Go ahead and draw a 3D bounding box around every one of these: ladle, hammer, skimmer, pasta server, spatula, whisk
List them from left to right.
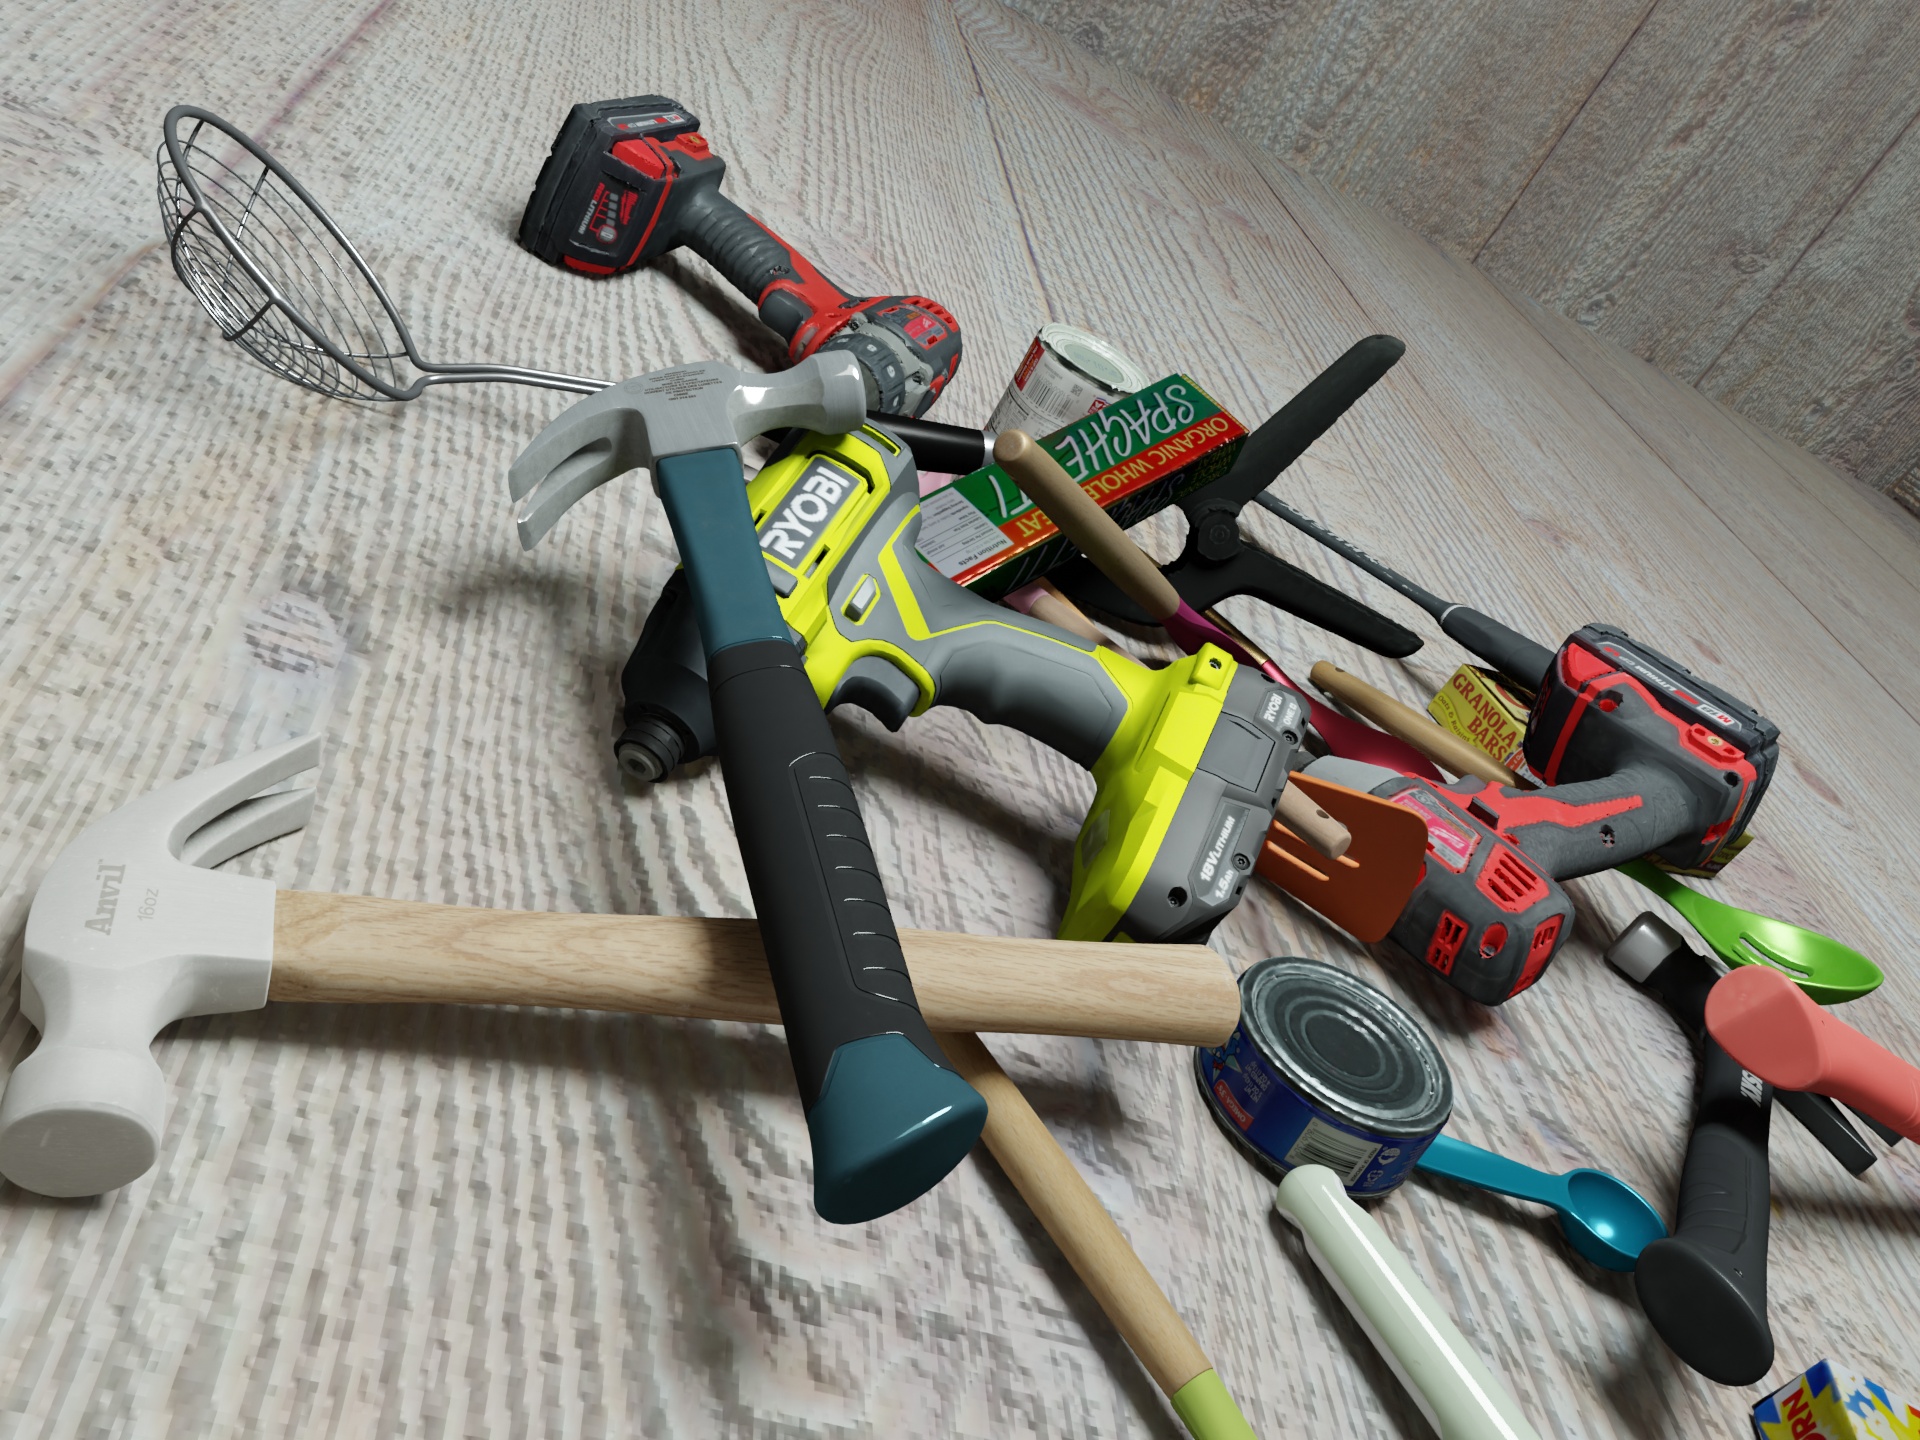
[{"bbox_3d":[-0.135,-0.164,0.664,0.363,0.090,0.127,5,36,-27],"label":"skimmer"},{"bbox_3d":[-0.067,0.067,0.438,0.331,0.031,0.130,7,34,-26],"label":"hammer"},{"bbox_3d":[-0.057,-0.008,0.467,0.128,0.033,0.331,-11,46,-12],"label":"hammer"},{"bbox_3d":[0.055,-0.043,0.705,0.060,0.040,0.316,-12,41,-39],"label":"pasta server"},{"bbox_3d":[0.080,-0.023,0.733,0.041,0.081,0.323,-21,50,-26],"label":"spatula"},{"bbox_3d":[0.053,0.152,0.434,0.078,0.062,0.320,-4,43,-41],"label":"ladle"},{"bbox_3d":[0.141,-0.043,0.845,0.316,0.031,0.069,43,35,22],"label":"ladle"},{"bbox_3d":[0.279,-0.070,0.941,0.409,0.036,0.149,38,25,28],"label":"hammer"},{"bbox_3d":[0.164,0.226,0.443,0.247,0.059,0.057,54,-1,40],"label":"whisk"},{"bbox_3d":[0.315,0.172,0.640,0.146,0.035,0.334,42,24,16],"label":"hammer"},{"bbox_3d":[0.434,0.171,0.706,0.358,0.036,0.149,28,35,-31],"label":"hammer"}]

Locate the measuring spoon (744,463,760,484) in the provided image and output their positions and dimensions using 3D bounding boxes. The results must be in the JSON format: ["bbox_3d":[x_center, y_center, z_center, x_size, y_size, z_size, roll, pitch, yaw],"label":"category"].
[{"bbox_3d":[-0.118,-0.113,0.720,0.124,0.018,0.034,22,30,-4],"label":"measuring spoon"}]

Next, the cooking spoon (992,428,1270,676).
[{"bbox_3d":[0.078,-0.057,0.674,0.069,0.017,0.318,36,3,27],"label":"cooking spoon"}]

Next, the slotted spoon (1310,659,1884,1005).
[{"bbox_3d":[0.306,0.051,0.808,0.314,0.031,0.070,37,33,32],"label":"slotted spoon"}]

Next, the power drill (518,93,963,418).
[{"bbox_3d":[-0.114,-0.225,0.831,0.226,0.080,0.188,35,29,0],"label":"power drill"}]

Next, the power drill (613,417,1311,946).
[{"bbox_3d":[-0.001,-0.002,0.574,0.223,0.080,0.171,29,52,1],"label":"power drill"}]

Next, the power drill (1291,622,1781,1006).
[{"bbox_3d":[0.258,0.036,0.734,0.219,0.078,0.143,-21,45,-31],"label":"power drill"}]

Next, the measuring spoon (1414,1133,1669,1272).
[{"bbox_3d":[0.196,0.174,0.583,0.128,0.021,0.042,19,28,-4],"label":"measuring spoon"}]
